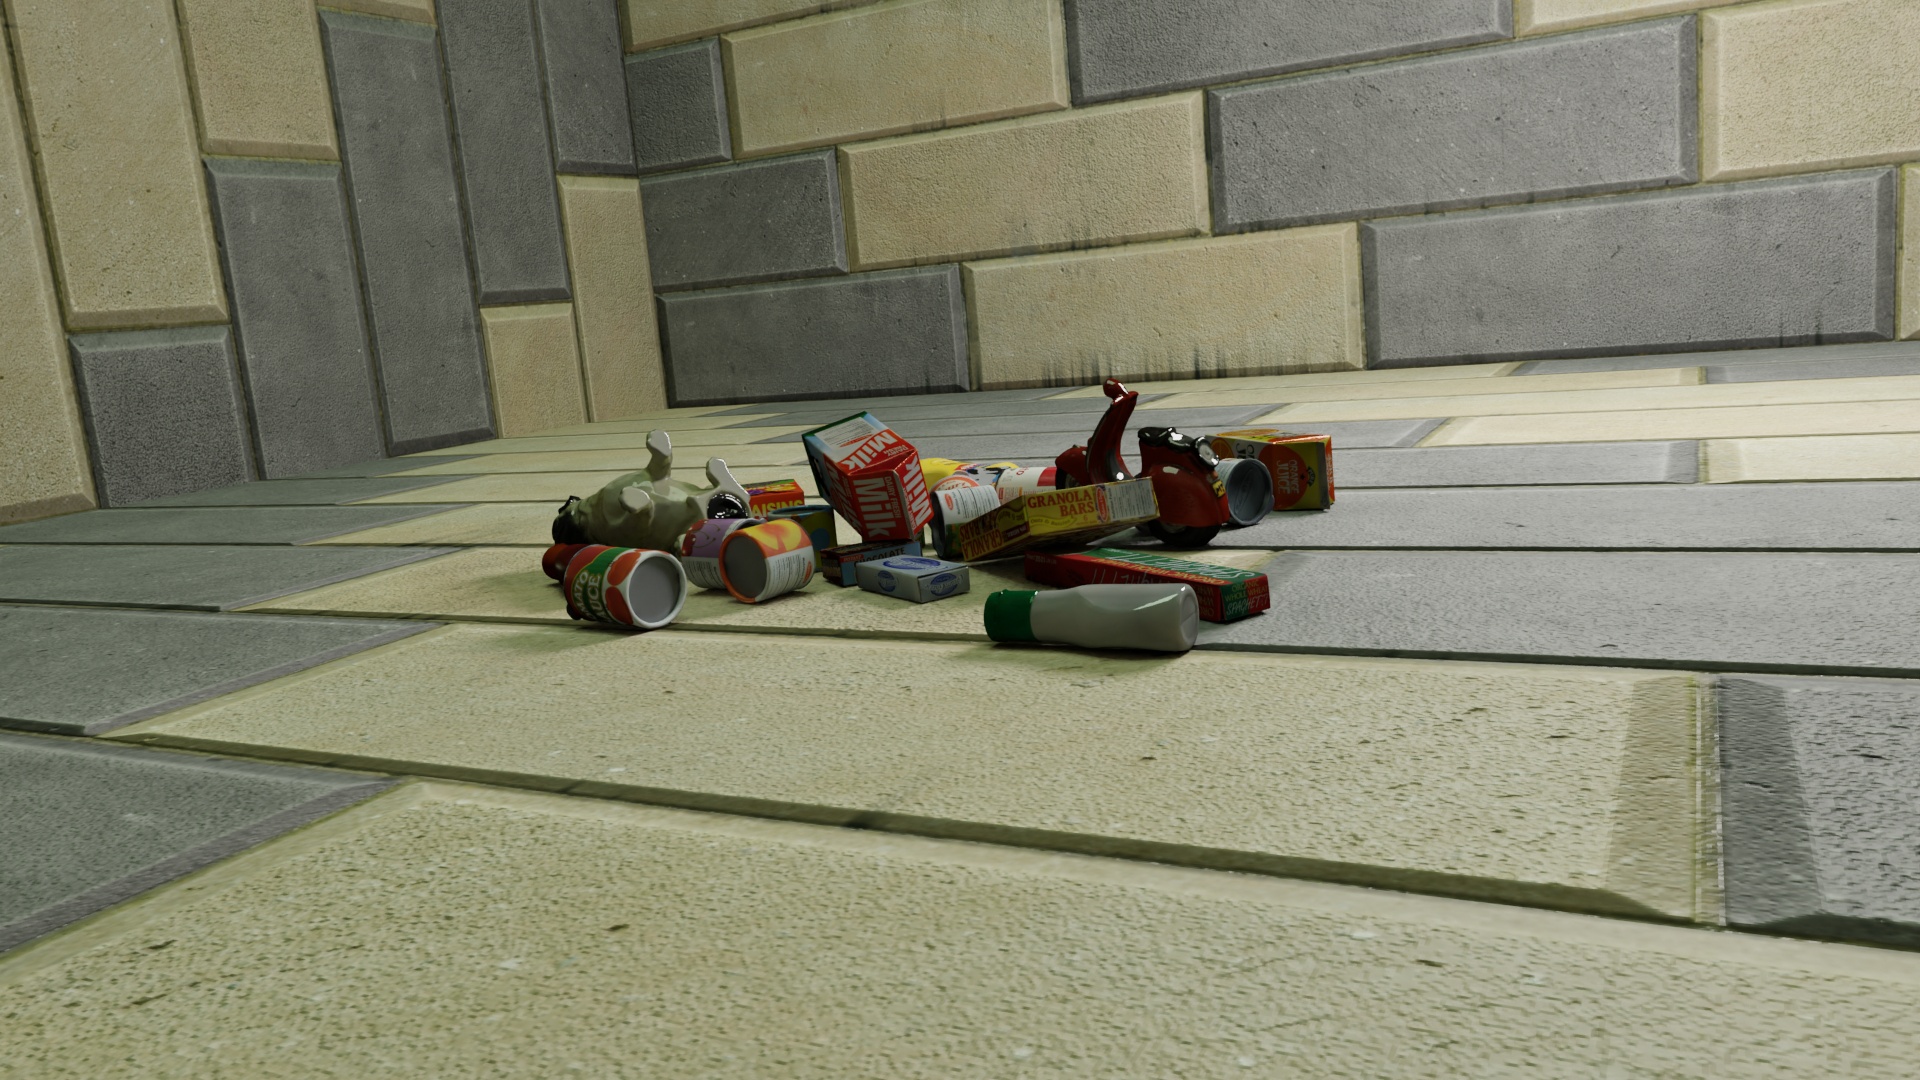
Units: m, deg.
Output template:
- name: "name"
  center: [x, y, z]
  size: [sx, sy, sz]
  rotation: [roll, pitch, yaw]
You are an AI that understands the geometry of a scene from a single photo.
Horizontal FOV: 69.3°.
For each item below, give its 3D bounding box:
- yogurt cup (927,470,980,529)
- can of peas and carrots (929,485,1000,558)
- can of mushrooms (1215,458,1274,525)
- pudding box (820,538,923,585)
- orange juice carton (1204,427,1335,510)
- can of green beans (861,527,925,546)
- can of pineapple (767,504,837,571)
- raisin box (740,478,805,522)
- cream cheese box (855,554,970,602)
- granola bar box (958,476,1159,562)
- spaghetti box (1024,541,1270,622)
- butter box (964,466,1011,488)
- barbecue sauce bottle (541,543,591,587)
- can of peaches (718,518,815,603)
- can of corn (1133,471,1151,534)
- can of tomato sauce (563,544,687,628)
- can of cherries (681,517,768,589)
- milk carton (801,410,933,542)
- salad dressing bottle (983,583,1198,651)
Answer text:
- name: "yogurt cup"
  center: [0.002, -0.028, 1.416]
  size: [0.072, 0.072, 0.054]
  rotation: [-8, 18, -17]
- name: "can of peas and carrots"
  center: [0.005, -0.017, 1.347]
  size: [0.059, 0.070, 0.071]
  rotation: [-7, 10, -12]
- name: "can of mushrooms"
  center: [0.276, -0.047, 1.376]
  size: [0.071, 0.071, 0.033]
  rotation: [-12, 10, -34]
- name: "pudding box"
  center: [-0.082, 0.018, 1.284]
  size: [0.084, 0.030, 0.049]
  rotation: [-10, 10, -26]
- name: "orange juice carton"
  center: [0.340, -0.078, 1.490]
  size: [0.073, 0.071, 0.193]
  rotation: [-8, 10, -17]
- name: "can of green beans"
  center: [-0.071, -0.021, 1.419]
  size: [0.071, 0.057, 0.071]
  rotation: [-5, 10, 1]
- name: "can of pineapple"
  center: [-0.152, -0.002, 1.359]
  size: [0.071, 0.057, 0.071]
  rotation: [-5, 9, 1]
- name: "raisin box"
  center: [-0.239, -0.048, 1.716]
  size: [0.086, 0.040, 0.123]
  rotation: [-6, 11, -11]
- name: "cream cheese box"
  center: [-0.042, 0.032, 1.205]
  size: [0.053, 0.024, 0.104]
  rotation: [-12, 12, -33]
- name: "granola bar box"
  center: [0.084, -0.016, 1.244]
  size: [0.124, 0.039, 0.165]
  rotation: [-8, -6, -20]
- name: "spaghetti box"
  center: [0.142, 0.030, 1.108]
  size: [0.050, 0.028, 0.250]
  rotation: [-11, 11, -31]
- name: "butter box"
  center: [0.025, -0.045, 1.503]
  size: [0.053, 0.024, 0.104]
  rotation: [-3, 33, 11]
- name: "barbecue sauce bottle"
  center: [-0.363, 0.027, 1.347]
  size: [0.065, 0.043, 0.148]
  rotation: [-12, 11, -35]
- name: "can of peaches"
  center: [-0.174, 0.017, 1.232]
  size: [0.071, 0.071, 0.058]
  rotation: [2, 13, 38]
- name: "can of corn"
  center: [0.201, -0.044, 1.380]
  size: [0.071, 0.071, 0.058]
  rotation: [-2, 10, 18]
- name: "can of tomato sauce"
  center: [-0.283, 0.040, 1.169]
  size: [0.083, 0.071, 0.071]
  rotation: [3, 13, 39]
- name: "can of cherries"
  center: [-0.214, 0.011, 1.286]
  size: [0.058, 0.071, 0.072]
  rotation: [0, 11, 33]
- name: "milk carton"
  center: [-0.084, -0.059, 1.332]
  size: [0.073, 0.072, 0.191]
  rotation: [-22, 26, -16]
- name: "salad dressing bottle"
  center: [0.089, 0.053, 0.966]
  size: [0.147, 0.044, 0.064]
  rotation: [-1, 13, 28]
